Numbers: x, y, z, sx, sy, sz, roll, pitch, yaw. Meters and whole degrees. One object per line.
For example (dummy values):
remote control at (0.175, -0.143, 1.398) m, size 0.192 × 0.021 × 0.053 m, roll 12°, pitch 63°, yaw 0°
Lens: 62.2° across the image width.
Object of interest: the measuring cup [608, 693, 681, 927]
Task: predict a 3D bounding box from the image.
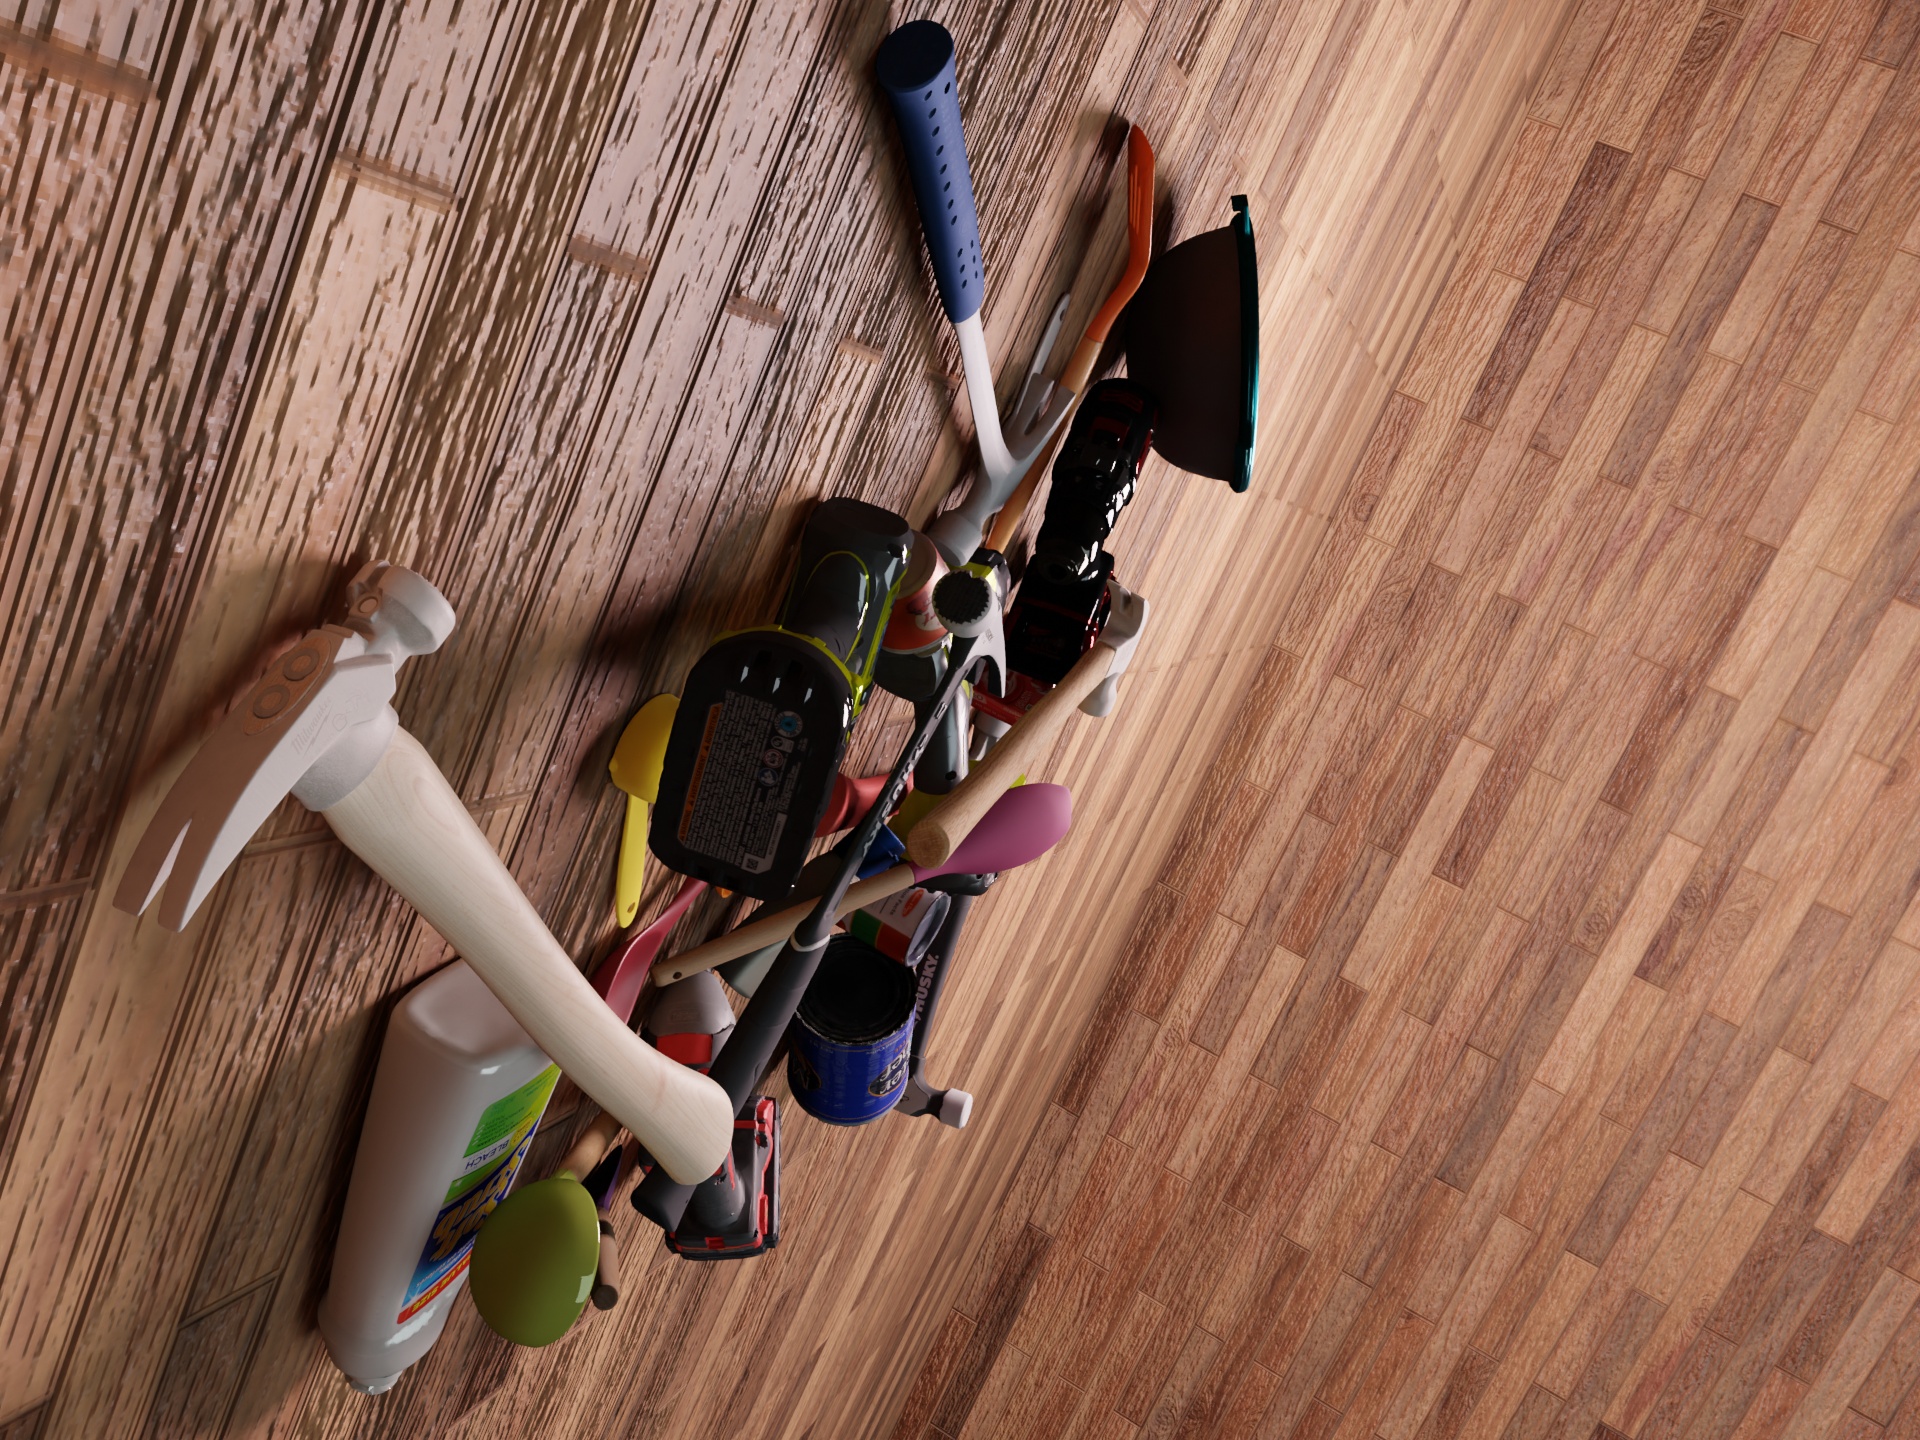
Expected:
measuring cup at (-0.166, 0.057, 0.864) m, size 0.062 × 0.029 × 0.156 m, roll -41°, pitch 151°, yaw -53°

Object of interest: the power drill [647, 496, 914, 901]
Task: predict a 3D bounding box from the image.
power drill at (-0.091, -0.001, 0.851) m, size 0.229 × 0.080 × 0.190 m, roll -71°, pitch 180°, yaw -66°

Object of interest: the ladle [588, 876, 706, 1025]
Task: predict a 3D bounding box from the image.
ladle at (-0.142, 0.072, 0.974) m, size 0.315 × 0.031 × 0.069 m, roll -56°, pitch 168°, yaw -27°

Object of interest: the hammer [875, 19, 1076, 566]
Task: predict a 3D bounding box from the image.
hammer at (0.006, -0.237, 0.914) m, size 0.144 × 0.035 × 0.405 m, roll -55°, pitch 162°, yaw -14°

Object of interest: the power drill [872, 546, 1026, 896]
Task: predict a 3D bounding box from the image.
power drill at (-0.002, -0.004, 1.130) m, size 0.171 × 0.080 × 0.223 m, roll -53°, pitch 146°, yaw -53°

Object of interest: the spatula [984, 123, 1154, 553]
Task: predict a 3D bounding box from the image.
spatula at (0.075, -0.250, 1.114) m, size 0.081 × 0.041 × 0.322 m, roll -98°, pitch -151°, yaw -55°

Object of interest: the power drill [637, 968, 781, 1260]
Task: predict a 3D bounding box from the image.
power drill at (-0.168, 0.262, 1.057) m, size 0.219 × 0.078 × 0.143 m, roll 89°, pitch -2°, yaw -53°

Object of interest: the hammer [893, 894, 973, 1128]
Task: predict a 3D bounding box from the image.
hammer at (-0.018, 0.180, 1.421) m, size 0.035 × 0.146 × 0.335 m, roll 41°, pitch 65°, yaw -74°

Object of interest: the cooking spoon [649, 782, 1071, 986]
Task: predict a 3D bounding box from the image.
cooking spoon at (-0.056, 0.111, 1.056) m, size 0.319 × 0.017 × 0.068 m, roll -20°, pitch 126°, yaw -25°

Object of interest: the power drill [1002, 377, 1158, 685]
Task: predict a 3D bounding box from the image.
power drill at (0.084, -0.121, 1.192) m, size 0.226 × 0.080 × 0.188 m, roll 102°, pitch 8°, yaw -52°

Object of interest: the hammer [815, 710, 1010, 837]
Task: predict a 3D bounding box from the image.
hammer at (-0.048, 0.064, 1.241) m, size 0.149 × 0.037 × 0.359 m, roll -66°, pitch 164°, yaw 11°

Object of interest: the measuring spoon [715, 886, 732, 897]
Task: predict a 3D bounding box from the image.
measuring spoon at (-0.130, 0.061, 1.032) m, size 0.117 × 0.011 × 0.021 m, roll -63°, pitch 163°, yaw -13°

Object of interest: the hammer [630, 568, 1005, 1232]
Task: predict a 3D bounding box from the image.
hammer at (-0.078, 0.109, 0.932) m, size 0.409 × 0.036 × 0.149 m, roll -61°, pitch 166°, yaw -8°

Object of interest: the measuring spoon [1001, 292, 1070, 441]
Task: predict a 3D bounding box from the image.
measuring spoon at (0.056, -0.236, 1.109) m, size 0.124 × 0.018 × 0.034 m, roll -68°, pitch 163°, yaw 15°

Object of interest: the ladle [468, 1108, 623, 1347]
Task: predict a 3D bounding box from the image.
ladle at (-0.204, 0.254, 0.886) m, size 0.078 × 0.062 × 0.320 m, roll -62°, pitch -179°, yaw 1°

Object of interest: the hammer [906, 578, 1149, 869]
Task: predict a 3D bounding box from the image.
hammer at (0.053, 0.002, 1.075) m, size 0.331 × 0.031 × 0.130 m, roll -44°, pitch 158°, yaw -52°

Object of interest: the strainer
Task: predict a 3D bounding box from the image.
strainer at (0.179, -0.281, 1.291) m, size 0.340 × 0.095 × 0.211 m, roll -7°, pitch 97°, yaw -86°

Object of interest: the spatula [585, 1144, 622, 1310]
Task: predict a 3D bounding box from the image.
spatula at (-0.209, 0.292, 0.920) m, size 0.060 × 0.018 × 0.316 m, roll -59°, pitch -171°, yaw -11°

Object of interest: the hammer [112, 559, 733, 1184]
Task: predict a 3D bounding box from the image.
hammer at (-0.189, 0.120, 0.687) m, size 0.146 × 0.038 × 0.410 m, roll -61°, pitch 151°, yaw -28°
